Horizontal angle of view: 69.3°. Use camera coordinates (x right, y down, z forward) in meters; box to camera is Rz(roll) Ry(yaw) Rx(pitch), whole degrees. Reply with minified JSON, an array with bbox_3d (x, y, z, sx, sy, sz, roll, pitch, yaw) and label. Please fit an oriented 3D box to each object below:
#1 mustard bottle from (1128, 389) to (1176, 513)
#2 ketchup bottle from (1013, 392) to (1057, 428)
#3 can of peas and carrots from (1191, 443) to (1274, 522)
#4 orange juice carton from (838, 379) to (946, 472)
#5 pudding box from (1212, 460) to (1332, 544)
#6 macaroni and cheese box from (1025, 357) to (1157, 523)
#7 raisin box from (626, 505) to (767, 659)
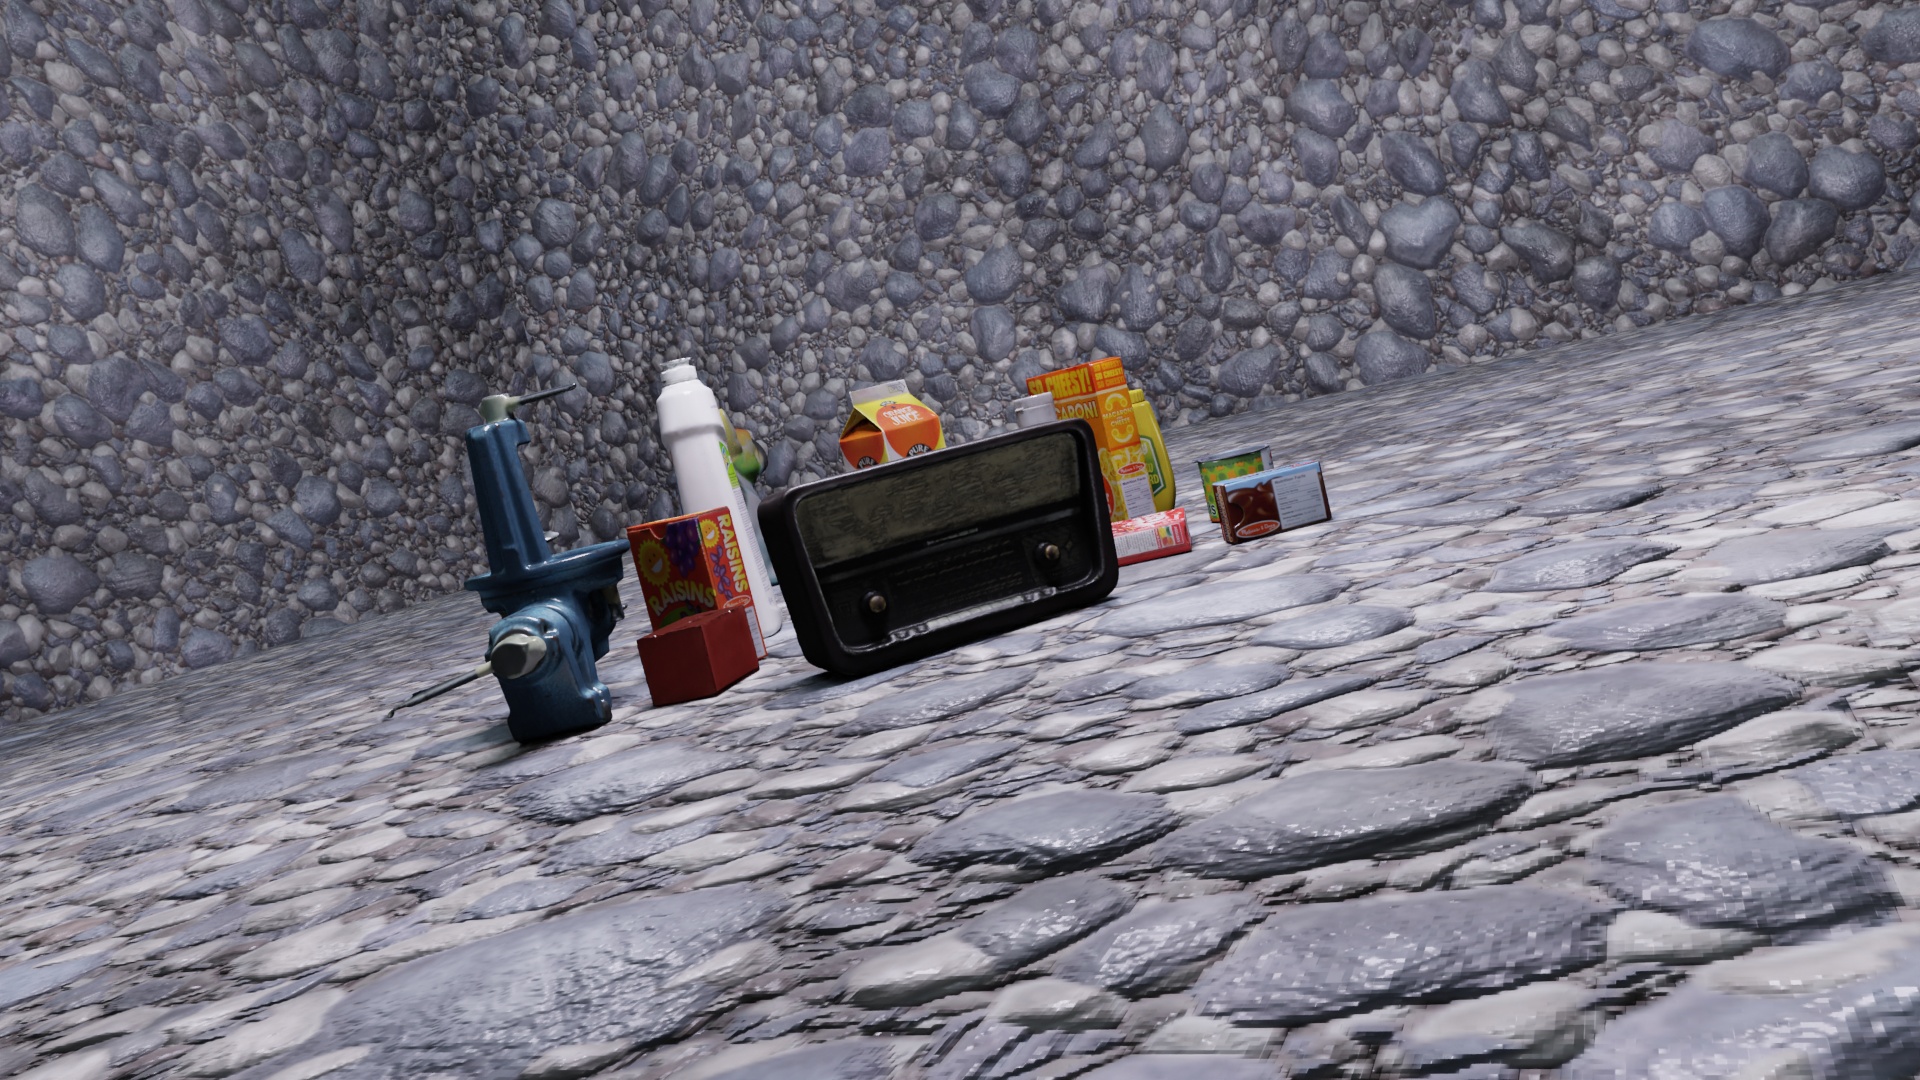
[{"bbox_3d":[0.171,-0.098,1.382,0.065,0.160,0.049,-13,5,10],"label":"mustard bottle"},{"bbox_3d":[0.083,-0.061,1.284,0.044,0.148,0.064,-17,6,-33],"label":"ketchup bottle"},{"bbox_3d":[0.248,-0.051,1.247,0.071,0.058,0.071,-13,5,1],"label":"can of peas and carrots"},{"bbox_3d":[-0.056,-0.053,1.313,0.072,0.192,0.073,-18,6,-41],"label":"orange juice carton"},{"bbox_3d":[0.246,-0.031,1.097,0.084,0.049,0.030,-14,5,-8],"label":"pudding box"},{"bbox_3d":[0.127,-0.087,1.350,0.040,0.166,0.123,-16,6,-26],"label":"macaroni and cheese box"},{"bbox_3d":[-0.207,0.041,1.086,0.086,0.123,0.040,-10,6,38],"label":"raisin box"}]
